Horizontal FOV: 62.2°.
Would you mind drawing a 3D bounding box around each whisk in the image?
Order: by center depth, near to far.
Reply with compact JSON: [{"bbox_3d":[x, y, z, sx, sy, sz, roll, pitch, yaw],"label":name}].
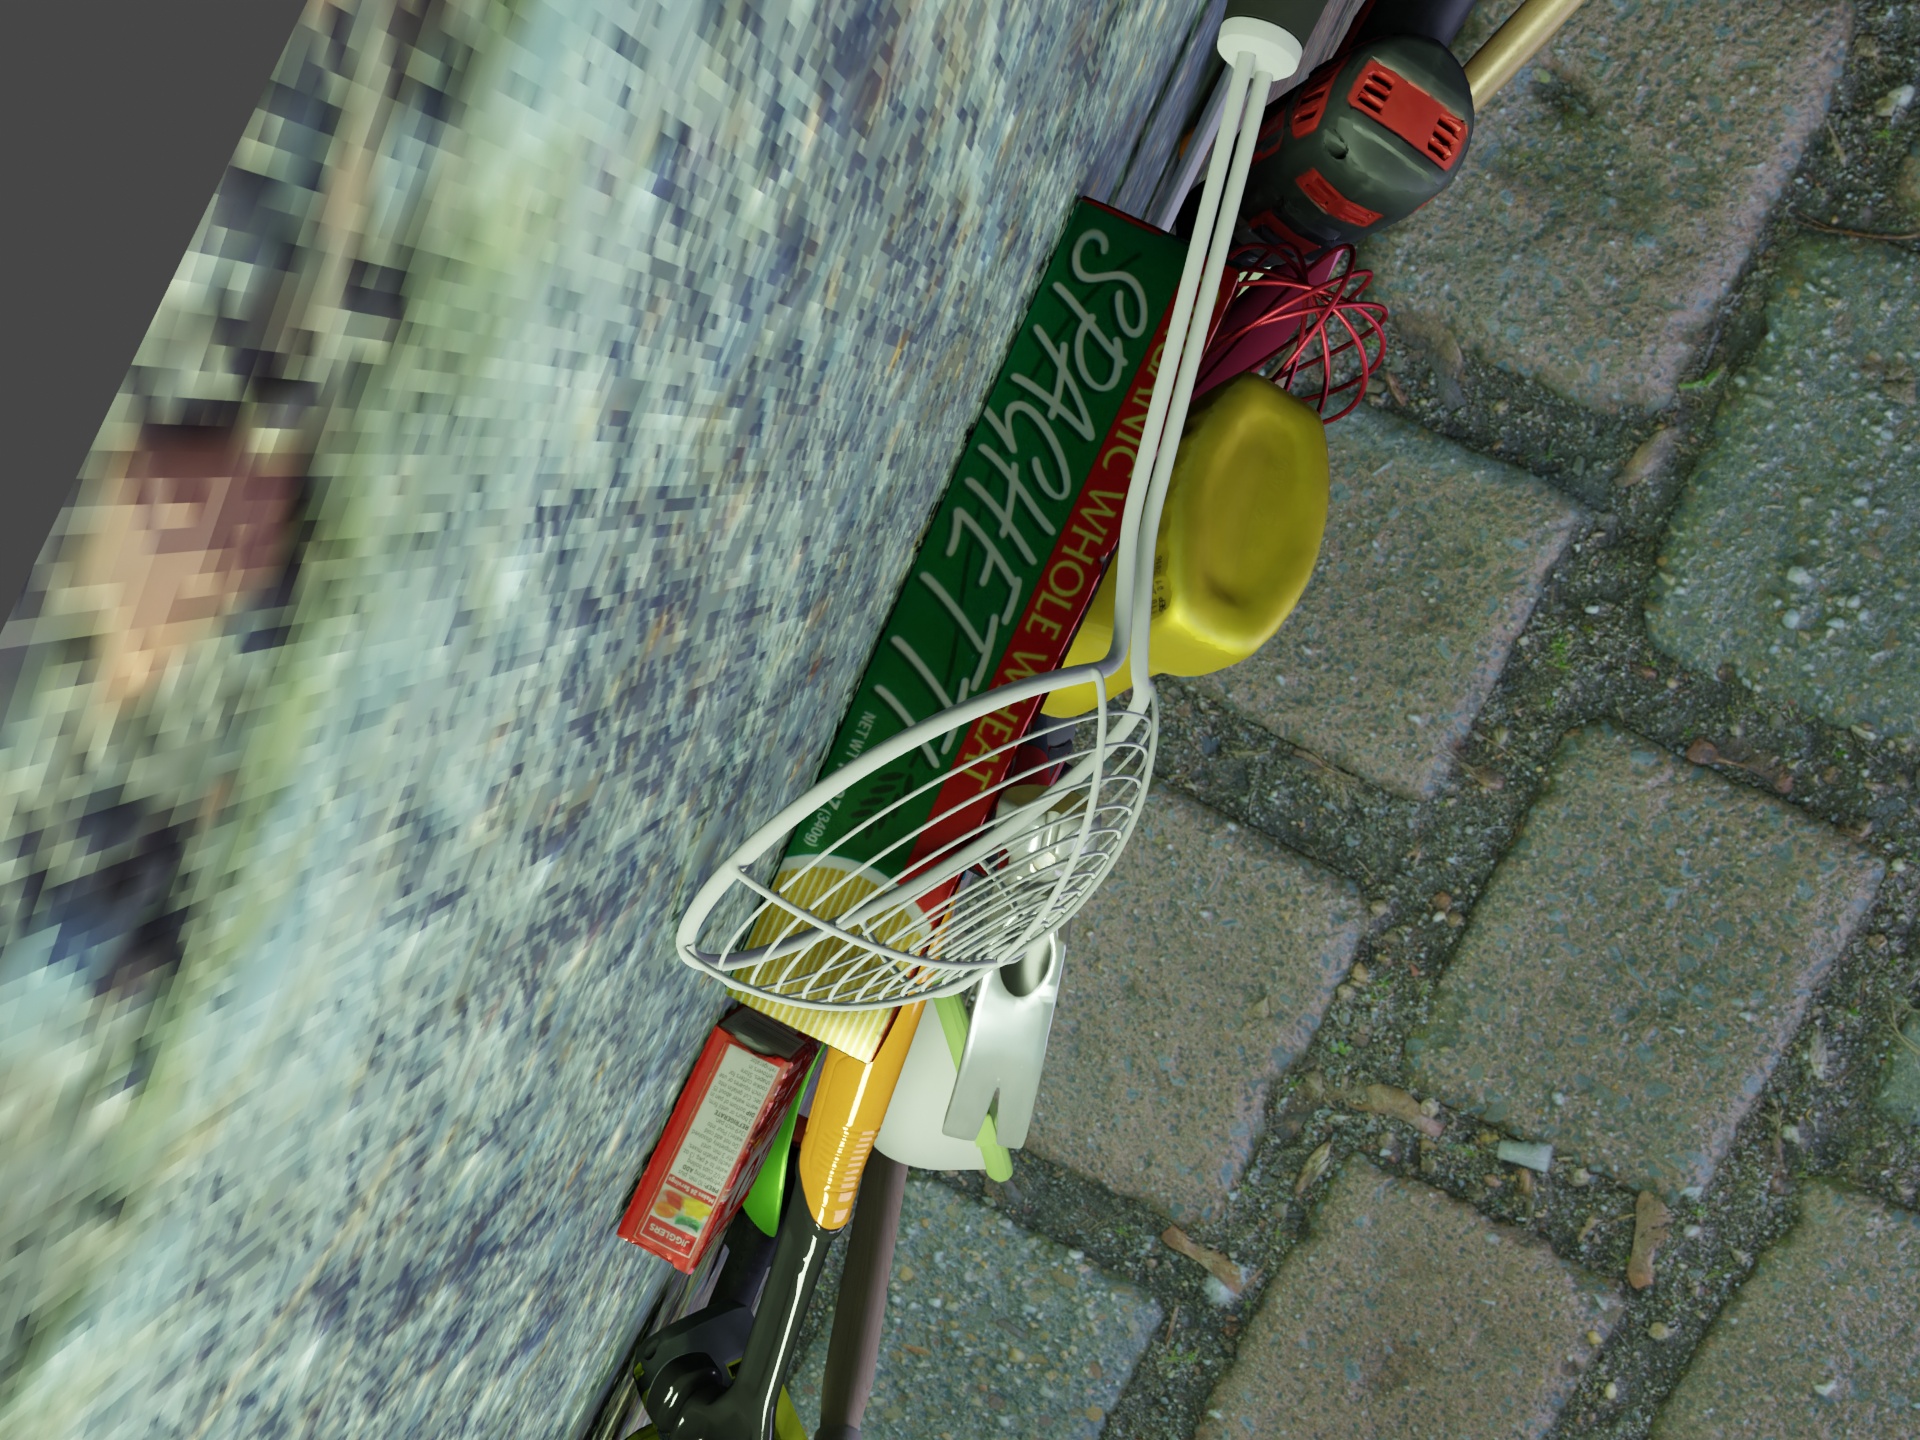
[{"bbox_3d":[0.092,-0.127,0.651,0.073,0.073,0.296,-63,-171,-8],"label":"whisk"}]

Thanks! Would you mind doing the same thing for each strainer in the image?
[{"bbox_3d":[-0.026,0.185,0.819,0.256,0.069,0.152,84,-13,-59],"label":"strainer"}]

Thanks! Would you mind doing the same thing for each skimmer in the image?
[{"bbox_3d":[0.026,-0.100,0.373,0.127,0.090,0.363,7,99,-64],"label":"skimmer"}]

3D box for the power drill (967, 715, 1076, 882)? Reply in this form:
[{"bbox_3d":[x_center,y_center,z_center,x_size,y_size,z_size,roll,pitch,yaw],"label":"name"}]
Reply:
[{"bbox_3d":[0.045,0.045,1.210,0.219,0.078,0.143,89,26,-74],"label":"power drill"}]

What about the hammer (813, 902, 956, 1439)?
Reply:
[{"bbox_3d":[-0.039,0.247,0.935,0.146,0.038,0.411,114,-11,-51],"label":"hammer"}]

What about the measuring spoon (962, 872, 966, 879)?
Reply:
[{"bbox_3d":[-0.006,0.062,1.062,0.128,0.021,0.042,98,-22,-49],"label":"measuring spoon"}]

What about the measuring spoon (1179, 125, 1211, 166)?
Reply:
[{"bbox_3d":[0.064,-0.171,0.600,0.117,0.011,0.021,-62,176,15],"label":"measuring spoon"}]

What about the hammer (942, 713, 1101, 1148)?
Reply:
[{"bbox_3d":[0.028,0.046,0.764,0.386,0.038,0.143,-82,-177,-74],"label":"hammer"}]

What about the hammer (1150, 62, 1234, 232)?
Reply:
[{"bbox_3d":[0.053,-0.131,0.499,0.405,0.035,0.144,-64,176,4],"label":"hammer"}]

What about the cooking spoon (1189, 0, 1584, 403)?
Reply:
[{"bbox_3d":[0.187,-0.237,0.660,0.318,0.017,0.069,-44,-154,33],"label":"cooking spoon"}]

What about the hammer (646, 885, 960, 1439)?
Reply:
[{"bbox_3d":[-0.044,0.166,0.621,0.034,0.127,0.337,7,104,-41],"label":"hammer"}]

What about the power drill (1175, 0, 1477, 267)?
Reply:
[{"bbox_3d":[0.169,-0.285,0.639,0.227,0.080,0.188,-63,-166,-3],"label":"power drill"}]

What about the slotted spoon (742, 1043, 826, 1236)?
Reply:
[{"bbox_3d":[-0.042,0.089,0.708,0.070,0.031,0.313,-118,-131,-73],"label":"slotted spoon"}]

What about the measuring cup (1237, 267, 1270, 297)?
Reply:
[{"bbox_3d":[0.106,-0.205,0.762,0.168,0.038,0.083,-46,167,-36],"label":"measuring cup"}]

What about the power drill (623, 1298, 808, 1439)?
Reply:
[{"bbox_3d":[-0.112,0.411,0.787,0.080,0.191,0.228,-16,153,-30],"label":"power drill"}]
